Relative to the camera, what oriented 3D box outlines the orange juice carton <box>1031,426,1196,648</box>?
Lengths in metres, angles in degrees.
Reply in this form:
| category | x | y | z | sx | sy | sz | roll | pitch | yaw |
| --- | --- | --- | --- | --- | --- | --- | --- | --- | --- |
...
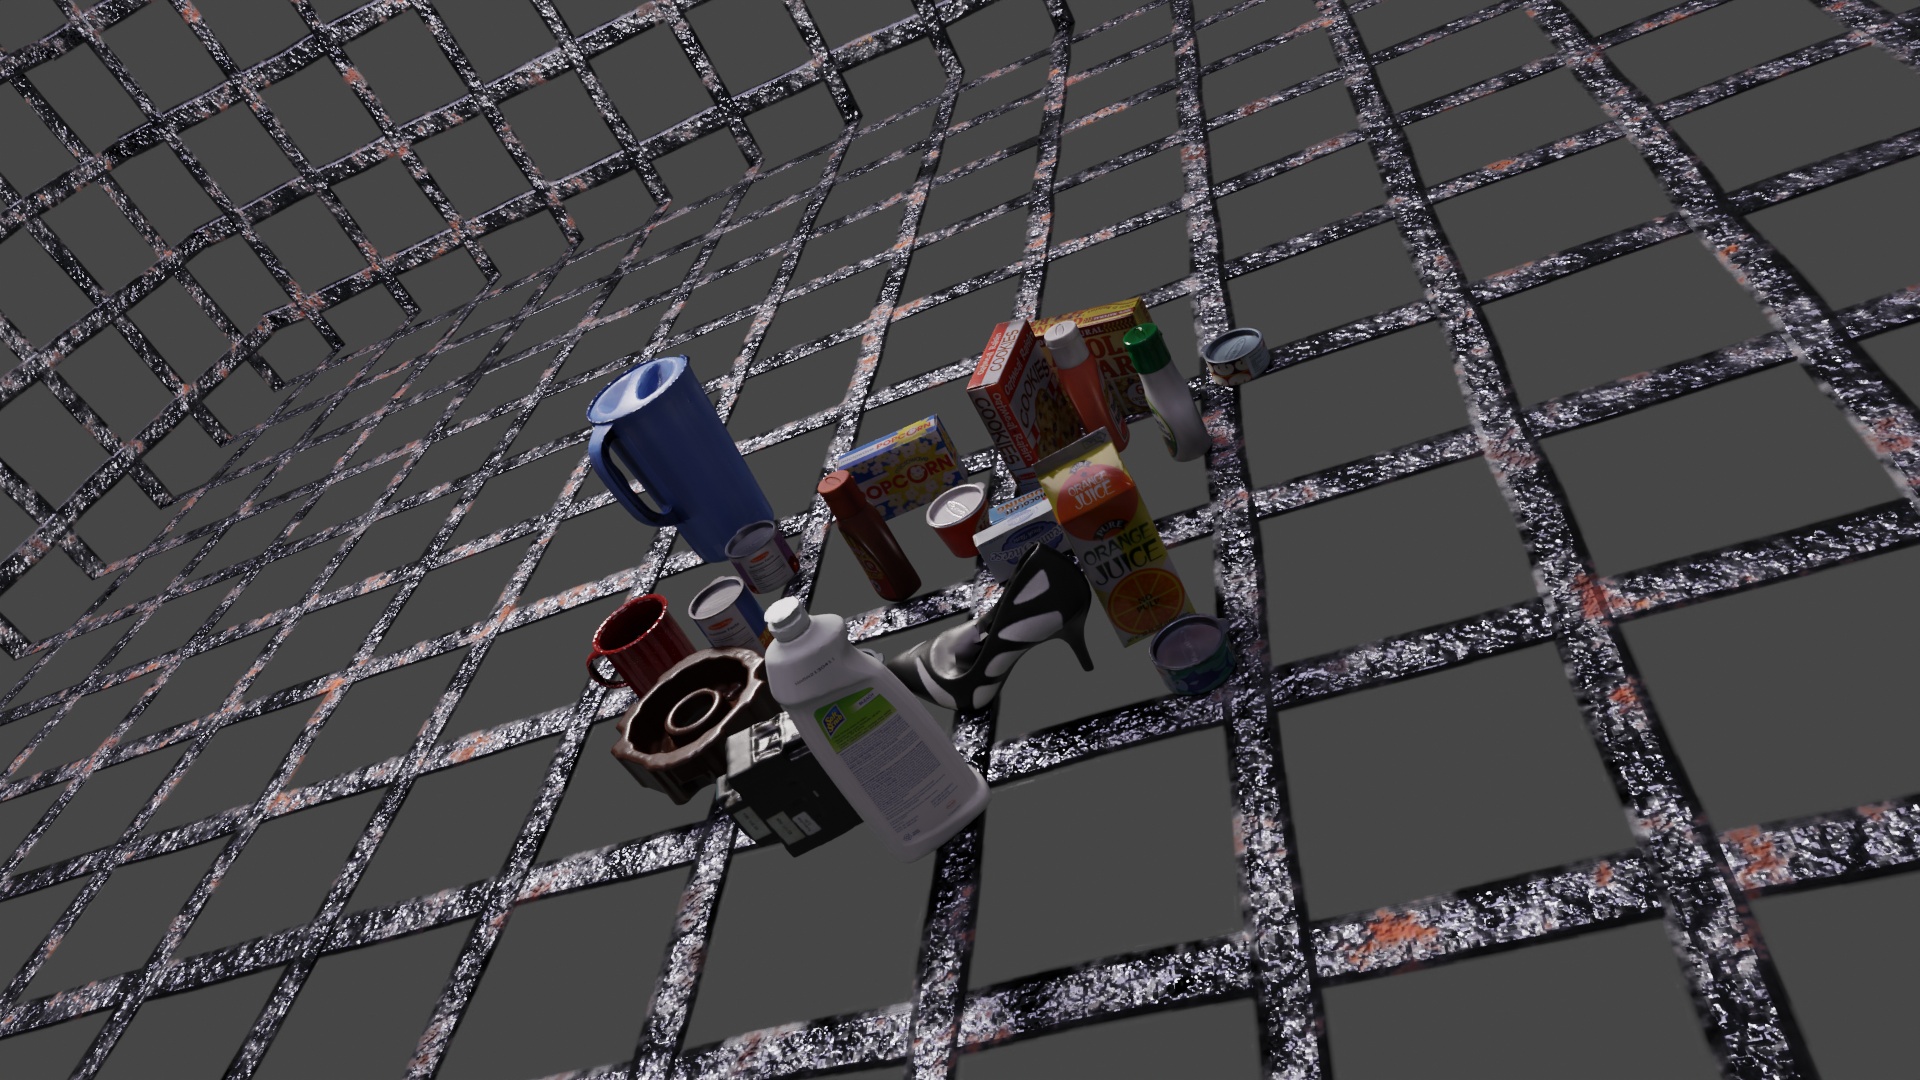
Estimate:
| category | x | y | z | sx | sy | sz | roll | pitch | yaw |
| --- | --- | --- | --- | --- | --- | --- | --- | --- | --- |
| orange juice carton | 0.130 | -0.007 | 1.201 | 0.072 | 0.192 | 0.073 | -27 | 30 | 5 |

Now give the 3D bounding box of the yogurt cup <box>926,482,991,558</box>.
| category | x | y | z | sx | sy | sz | roll | pitch | yaw |
| --- | --- | --- | --- | --- | --- | --- | --- | --- | --- |
| yogurt cup | 0.005 | -0.018 | 1.458 | 0.072 | 0.053 | 0.073 | -21 | 31 | 14 |

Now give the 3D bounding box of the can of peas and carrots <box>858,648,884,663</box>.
| category | x | y | z | sx | sy | sz | roll | pitch | yaw |
| --- | --- | --- | --- | --- | --- | --- | --- | --- | --- |
| can of peas and carrots | -0.090 | 0.143 | 1.293 | 0.071 | 0.058 | 0.071 | -21 | 31 | 14 |

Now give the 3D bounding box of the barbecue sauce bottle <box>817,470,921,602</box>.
| category | x | y | z | sx | sy | sz | roll | pitch | yaw |
| --- | --- | --- | --- | --- | --- | --- | --- | --- | --- |
| barbecue sauce bottle | -0.096 | -0.005 | 1.429 | 0.044 | 0.148 | 0.065 | -41 | 32 | -19 |

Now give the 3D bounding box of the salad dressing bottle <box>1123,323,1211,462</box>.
| category | x | y | z | sx | sy | sz | roll | pitch | yaw |
| --- | --- | --- | --- | --- | --- | --- | --- | --- | --- |
| salad dressing bottle | 0.206 | -0.148 | 1.390 | 0.044 | 0.147 | 0.064 | -27 | 30 | 4 |

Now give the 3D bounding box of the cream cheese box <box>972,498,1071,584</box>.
| category | x | y | z | sx | sy | sz | roll | pitch | yaw |
| --- | --- | --- | --- | --- | --- | --- | --- | --- | --- |
| cream cheese box | 0.070 | -0.003 | 1.381 | 0.104 | 0.053 | 0.024 | -27 | 30 | 5 |

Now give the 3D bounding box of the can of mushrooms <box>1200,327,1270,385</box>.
| category | x | y | z | sx | sy | sz | roll | pitch | yaw |
| --- | --- | --- | --- | --- | --- | --- | --- | --- | --- |
| can of mushrooms | 0.297 | -0.199 | 1.502 | 0.071 | 0.033 | 0.071 | -21 | 31 | 14 |

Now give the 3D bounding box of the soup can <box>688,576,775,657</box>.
| category | x | y | z | sx | sy | sz | roll | pitch | yaw |
| --- | --- | --- | --- | --- | --- | --- | --- | --- | --- |
| soup can | -0.238 | 0.089 | 1.472 | 0.071 | 0.083 | 0.072 | -21 | 31 | 14 |

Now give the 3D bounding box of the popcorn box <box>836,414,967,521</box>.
| category | x | y | z | sx | sy | sz | roll | pitch | yaw |
| --- | --- | --- | --- | --- | --- | --- | --- | --- | --- |
| popcorn box | -0.066 | -0.078 | 1.575 | 0.126 | 0.085 | 0.038 | -22 | 31 | 12 |

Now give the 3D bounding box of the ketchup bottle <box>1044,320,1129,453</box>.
| category | x | y | z | sx | sy | sz | roll | pitch | yaw |
| --- | --- | --- | --- | --- | --- | --- | --- | --- | --- |
| ketchup bottle | 0.133 | -0.162 | 1.470 | 0.043 | 0.148 | 0.065 | -20 | 32 | 16 |

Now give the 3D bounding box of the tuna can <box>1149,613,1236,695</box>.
| category | x | y | z | sx | sy | sz | roll | pitch | yaw |
| --- | --- | --- | --- | --- | --- | --- | --- | --- | --- |
| tuna can | 0.196 | 0.094 | 1.153 | 0.071 | 0.032 | 0.071 | -21 | 31 | 14 |

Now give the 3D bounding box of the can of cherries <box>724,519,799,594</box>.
| category | x | y | z | sx | sy | sz | roll | pitch | yaw |
| --- | --- | --- | --- | --- | --- | --- | --- | --- | --- |
| can of cherries | -0.227 | 0.018 | 1.593 | 0.071 | 0.058 | 0.072 | -21 | 31 | 14 |

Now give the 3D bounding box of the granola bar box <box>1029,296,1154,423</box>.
| category | x | y | z | sx | sy | sz | roll | pitch | yaw |
| --- | --- | --- | --- | --- | --- | --- | --- | --- | --- |
| granola bar box | 0.143 | -0.192 | 1.532 | 0.165 | 0.123 | 0.039 | -8 | 36 | 32 |

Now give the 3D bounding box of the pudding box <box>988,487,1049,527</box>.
| category | x | y | z | sx | sy | sz | roll | pitch | yaw |
| --- | --- | --- | --- | --- | --- | --- | --- | --- | --- |
| pudding box | 0.075 | -0.021 | 1.408 | 0.083 | 0.049 | 0.030 | -24 | 31 | 10 |

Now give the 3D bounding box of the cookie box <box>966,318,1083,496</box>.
| category | x | y | z | sx | sy | sz | roll | pitch | yaw |
| --- | --- | --- | --- | --- | --- | --- | --- | --- | --- |
| cookie box | 0.071 | -0.130 | 1.457 | 0.040 | 0.166 | 0.123 | -12 | 35 | 28 |
